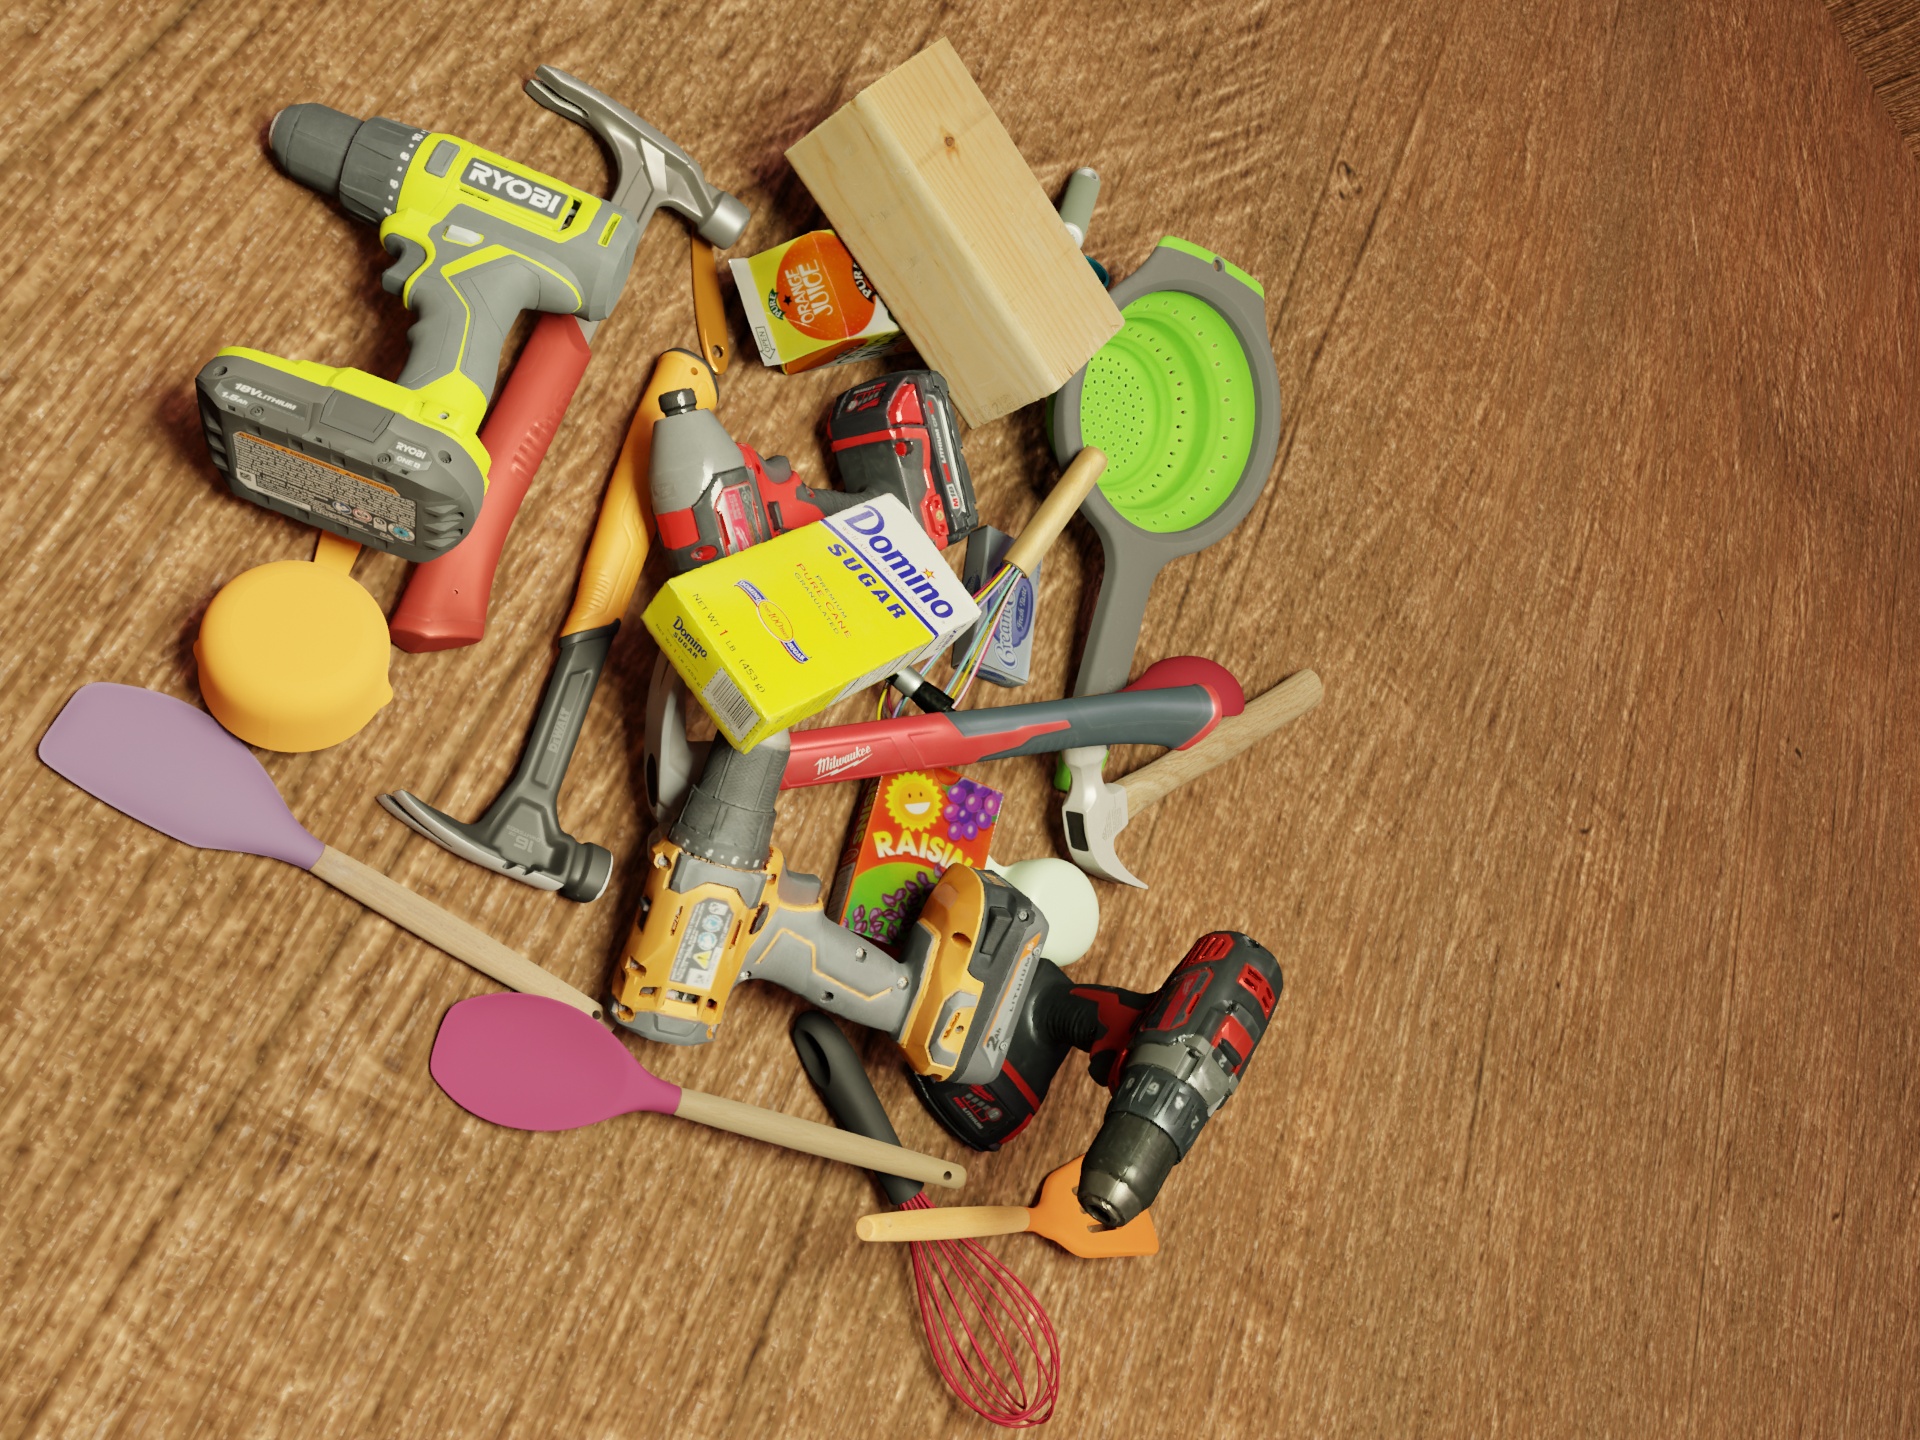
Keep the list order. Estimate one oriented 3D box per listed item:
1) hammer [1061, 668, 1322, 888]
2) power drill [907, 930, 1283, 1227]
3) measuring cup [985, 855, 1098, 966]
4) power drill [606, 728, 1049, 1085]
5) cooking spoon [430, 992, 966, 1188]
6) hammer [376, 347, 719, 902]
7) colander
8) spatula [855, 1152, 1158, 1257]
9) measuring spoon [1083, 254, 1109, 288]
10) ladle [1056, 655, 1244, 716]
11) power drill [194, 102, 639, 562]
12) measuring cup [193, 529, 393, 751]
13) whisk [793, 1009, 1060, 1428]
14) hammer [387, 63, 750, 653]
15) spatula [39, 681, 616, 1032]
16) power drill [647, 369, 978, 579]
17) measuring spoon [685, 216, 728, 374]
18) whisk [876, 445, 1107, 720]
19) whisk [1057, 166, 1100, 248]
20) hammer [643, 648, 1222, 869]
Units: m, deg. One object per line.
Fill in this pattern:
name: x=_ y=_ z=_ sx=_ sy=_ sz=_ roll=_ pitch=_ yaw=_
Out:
hammer: x=0.183 y=0.026 z=1.196 sx=0.331 sy=0.031 sz=0.130 roll=-25 pitch=117 yaw=-45
power drill: x=0.070 y=0.212 z=0.949 sx=0.080 sy=0.227 sz=0.188 roll=52 pitch=53 yaw=-19
measuring cup: x=0.032 y=0.101 z=1.065 sx=0.167 sy=0.038 sz=0.083 roll=47 pitch=55 yaw=-23
power drill: x=-0.067 y=0.103 z=0.896 sx=0.226 sy=0.084 sz=0.185 roll=17 pitch=95 yaw=-23
cooking spoon: x=-0.135 y=0.218 z=0.884 sx=0.318 sy=0.017 sz=0.069 roll=22 pitch=74 yaw=-23
hammer: x=-0.211 y=-0.074 z=0.905 sx=0.127 sy=0.034 sz=0.337 roll=30 pitch=63 yaw=-33
colander: x=0.110 y=-0.145 z=1.164 sx=0.204 sy=0.094 sz=0.397 roll=15 pitch=89 yaw=-35
spatula: x=0.033 y=0.299 z=0.965 sx=0.322 sy=0.041 sz=0.081 roll=27 pitch=35 yaw=-58
measuring spoon: x=0.038 y=-0.310 z=1.054 sx=0.128 sy=0.021 sz=0.042 roll=29 pitch=47 yaw=7
ladle: x=0.071 y=-0.007 z=1.063 sx=0.315 sy=0.069 sz=0.031 roll=-11 pitch=130 yaw=-33
power drill: x=-0.290 y=-0.210 z=0.811 sx=0.190 sy=0.080 sz=0.229 roll=21 pitch=60 yaw=-9
measuring cup: x=-0.318 y=-0.071 z=0.792 sx=0.095 sy=0.052 sz=0.174 roll=16 pitch=62 yaw=-16
whisk: x=-0.022 y=0.303 z=0.966 sx=0.073 sy=0.073 sz=0.296 roll=-33 pitch=97 yaw=-39
hammer: x=-0.242 y=-0.201 z=0.900 sx=0.149 sy=0.037 sz=0.359 roll=30 pitch=63 yaw=-25
spatula: x=-0.302 y=0.080 z=0.805 sx=0.315 sy=0.018 sz=0.060 roll=38 pitch=61 yaw=-26
power drill: x=-0.094 y=-0.143 z=0.964 sx=0.219 sy=0.078 sz=0.143 roll=-27 pitch=107 yaw=-46
measuring spoon: x=-0.158 y=-0.276 z=1.006 sx=0.021 sy=0.011 sz=0.117 roll=-3 pitch=83 yaw=-40
whisk: x=0.022 y=-0.085 z=1.049 sx=0.047 sy=0.051 sz=0.245 roll=38 pitch=80 yaw=-14
whisk: x=0.076 y=-0.346 z=1.158 sx=0.058 sy=0.059 sz=0.247 roll=22 pitch=42 yaw=-5
hammer: x=-0.002 y=-0.003 z=0.968 sx=0.386 sy=0.038 sz=0.143 roll=-7 pitch=116 yaw=-28
